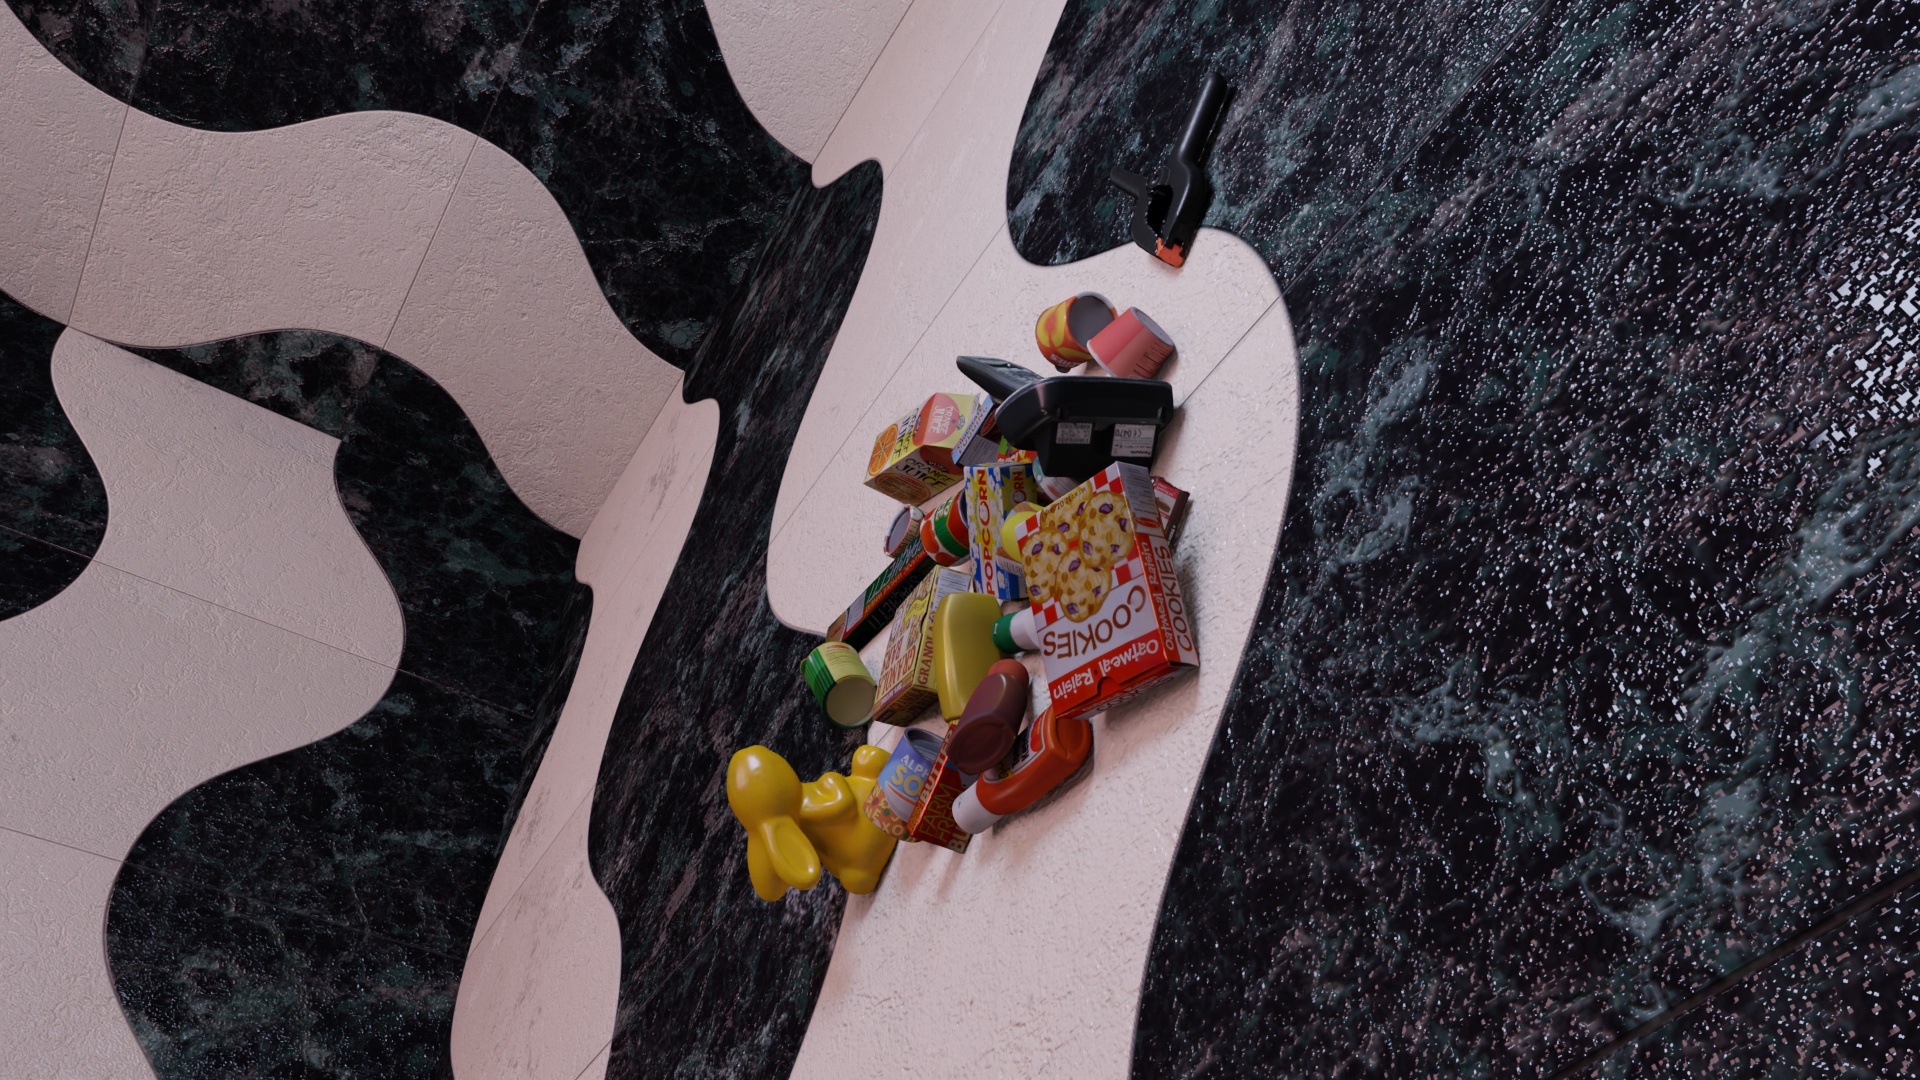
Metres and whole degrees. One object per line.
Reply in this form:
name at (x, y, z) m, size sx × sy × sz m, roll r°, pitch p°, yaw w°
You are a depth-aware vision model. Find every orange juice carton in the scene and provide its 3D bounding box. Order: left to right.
orange juice carton at (-0.032, -0.108, 1.597) m, size 0.192 × 0.073 × 0.072 m, roll -28°, pitch 42°, yaw 55°

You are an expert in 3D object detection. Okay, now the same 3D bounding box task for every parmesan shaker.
parmesan shaker at (-0.134, 0.161, 1.542) m, size 0.071 × 0.071 × 0.103 m, roll -62°, pitch 22°, yaw 7°

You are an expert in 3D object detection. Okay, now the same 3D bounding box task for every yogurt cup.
yogurt cup at (0.157, -0.175, 1.260) m, size 0.053 × 0.072 × 0.073 m, roll -47°, pitch 27°, yaw 21°

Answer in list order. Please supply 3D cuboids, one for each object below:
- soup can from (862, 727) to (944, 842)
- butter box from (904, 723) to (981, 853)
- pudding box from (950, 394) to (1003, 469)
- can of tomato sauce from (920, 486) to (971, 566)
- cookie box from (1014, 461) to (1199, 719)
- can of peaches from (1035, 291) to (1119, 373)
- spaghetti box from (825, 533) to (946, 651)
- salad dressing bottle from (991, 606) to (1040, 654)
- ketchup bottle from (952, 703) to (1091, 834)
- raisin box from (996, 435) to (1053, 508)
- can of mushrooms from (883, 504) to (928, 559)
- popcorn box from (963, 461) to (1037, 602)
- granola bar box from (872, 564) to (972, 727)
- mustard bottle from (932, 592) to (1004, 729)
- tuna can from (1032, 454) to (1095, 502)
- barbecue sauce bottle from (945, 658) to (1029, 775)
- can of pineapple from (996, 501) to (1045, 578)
soup can at (-0.042, 0.225, 1.271) m, size 0.083 × 0.071 × 0.071 m, roll -61°, pitch 22°, yaw 11°
butter box at (-0.004, 0.217, 1.213) m, size 0.103 × 0.053 × 0.024 m, roll -66°, pitch 20°, yaw -3°
pudding box at (0.032, -0.110, 1.486) m, size 0.083 × 0.049 × 0.030 m, roll -57°, pitch 25°, yaw 21°
can of tomato sauce at (0.005, -0.018, 1.422) m, size 0.082 × 0.071 × 0.071 m, roll -34°, pitch 37°, yaw 53°
cookie box at (0.109, 0.041, 1.076) m, size 0.122 × 0.040 × 0.168 m, roll -33°, pitch 58°, yaw 41°
can of peaches at (0.117, -0.207, 1.380) m, size 0.058 × 0.071 × 0.071 m, roll -15°, pitch 53°, yaw 61°
spaghetti box at (-0.086, 0.064, 1.592) m, size 0.248 × 0.028 × 0.050 m, roll -44°, pitch 30°, yaw 41°
salad dressing bottle at (0.076, 0.073, 1.202) m, size 0.147 × 0.044 × 0.064 m, roll -20°, pitch 58°, yaw 61°
ketchup bottle at (0.048, 0.192, 1.137) m, size 0.148 × 0.043 × 0.065 m, roll -47°, pitch 18°, yaw 38°
raisin box at (0.070, -0.078, 1.380) m, size 0.085 × 0.040 × 0.124 m, roll -31°, pitch 40°, yaw 53°
can of mushrooms at (-0.059, -0.005, 1.601) m, size 0.070 × 0.033 × 0.071 m, roll -48°, pitch 27°, yaw 34°
popcorn box at (0.040, -0.009, 1.304) m, size 0.085 × 0.038 × 0.126 m, roll -172°, pitch 77°, yaw -68°
granola bar box at (-0.041, 0.108, 1.377) m, size 0.165 × 0.039 × 0.124 m, roll 132°, pitch 153°, yaw -65°
mustard bottle at (0.007, 0.129, 1.266) m, size 0.048 × 0.065 × 0.160 m, roll 135°, pitch 139°, yaw -64°
tuna can at (0.102, -0.065, 1.261) m, size 0.032 × 0.071 × 0.071 m, roll -43°, pitch 30°, yaw 41°
barbecue sauce bottle at (0.029, 0.141, 1.166) m, size 0.064 × 0.043 × 0.149 m, roll -42°, pitch 4°, yaw 19°
can of pineapple at (0.073, 0.003, 1.225) m, size 0.058 × 0.071 × 0.071 m, roll 20°, pitch 83°, yaw 27°
